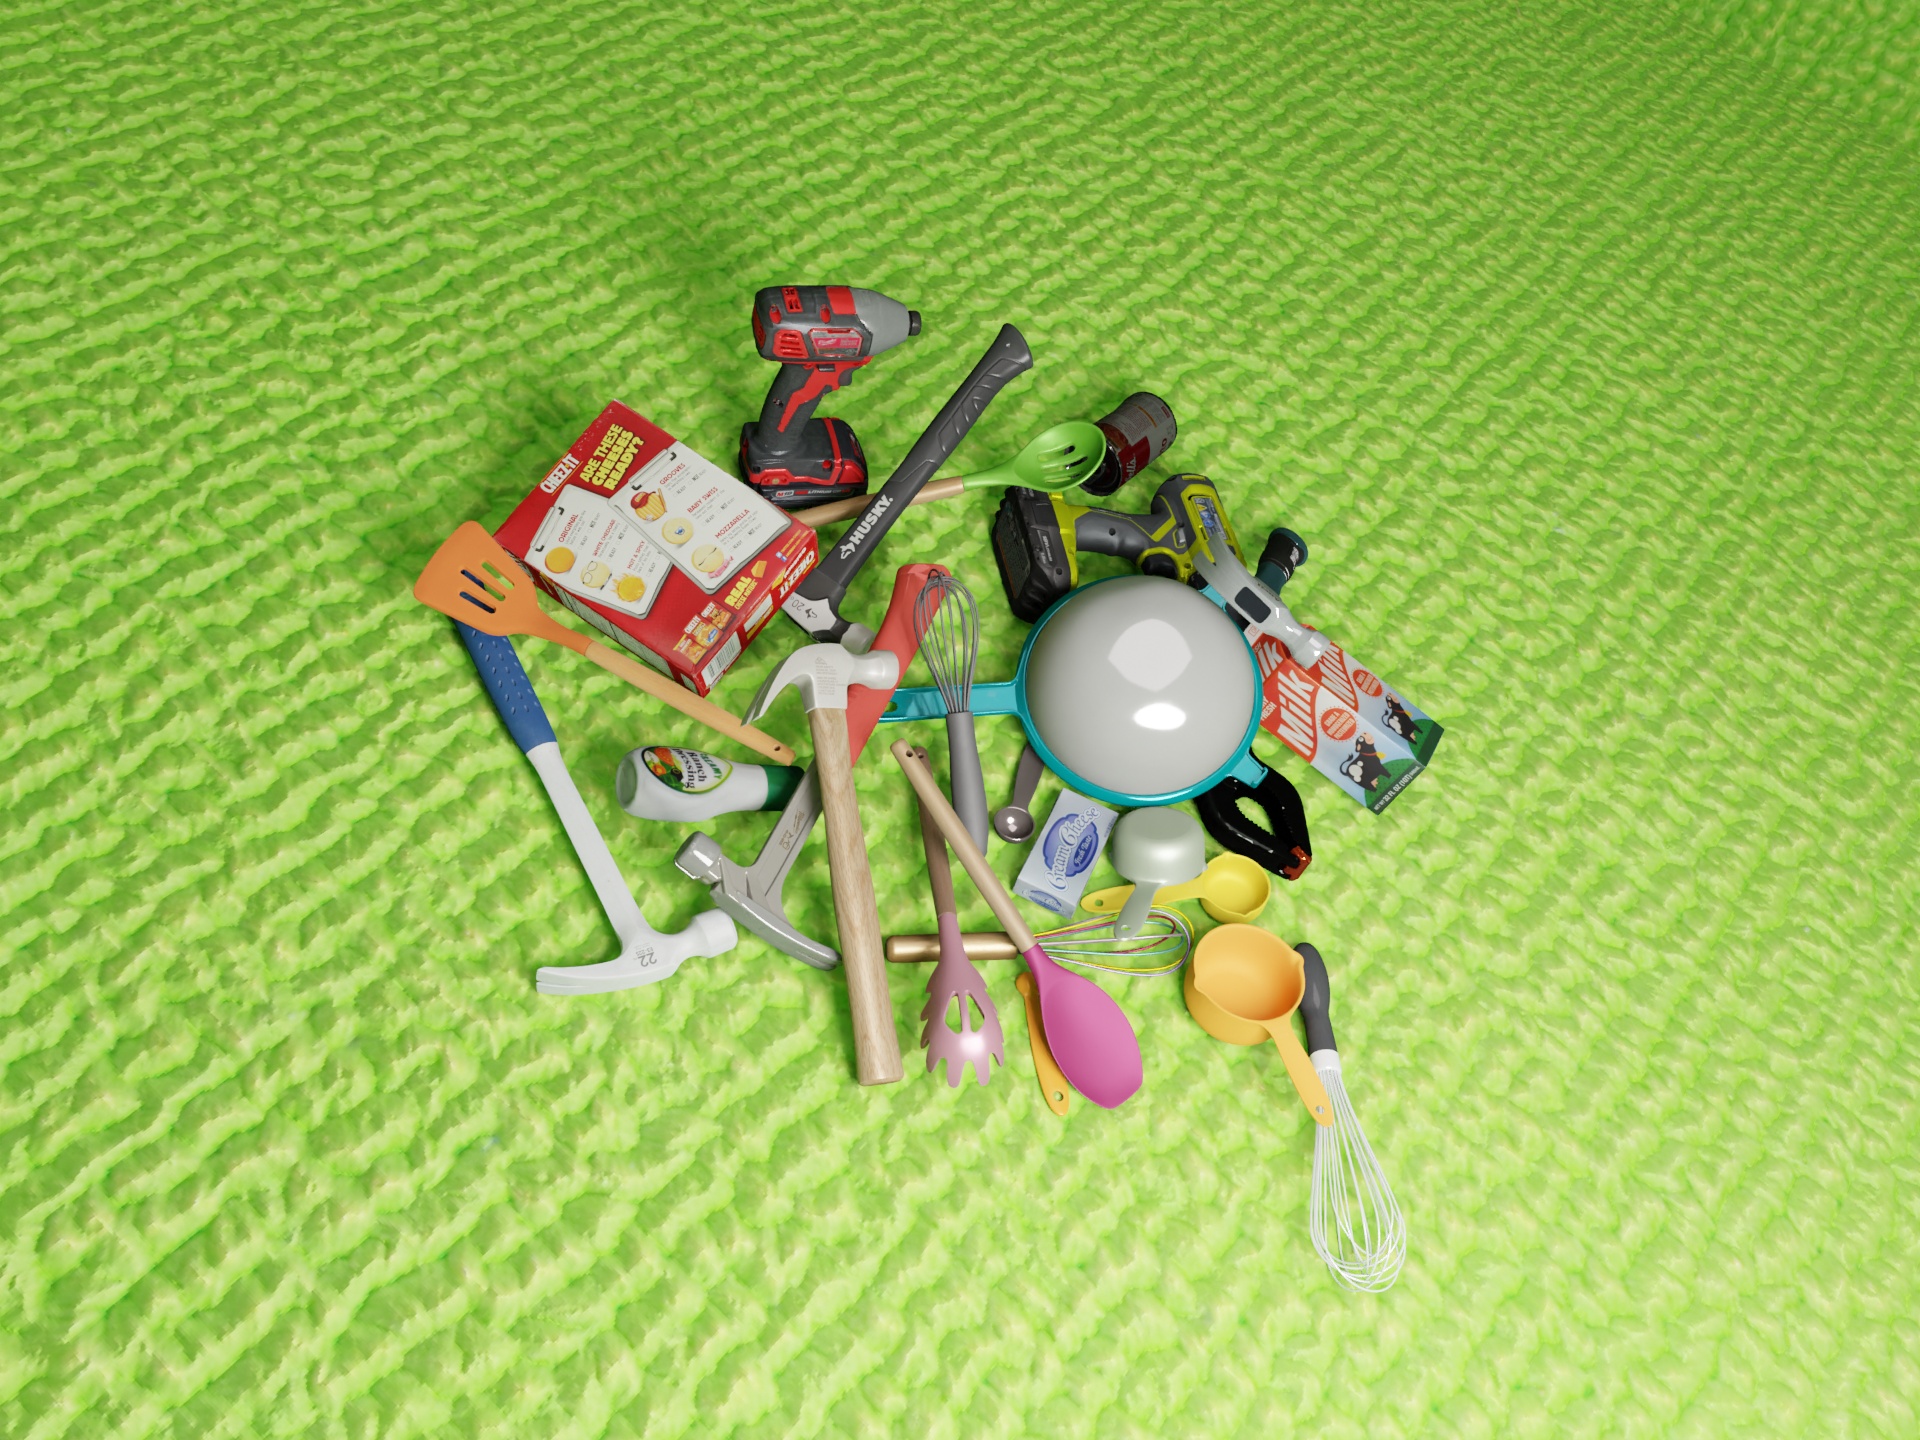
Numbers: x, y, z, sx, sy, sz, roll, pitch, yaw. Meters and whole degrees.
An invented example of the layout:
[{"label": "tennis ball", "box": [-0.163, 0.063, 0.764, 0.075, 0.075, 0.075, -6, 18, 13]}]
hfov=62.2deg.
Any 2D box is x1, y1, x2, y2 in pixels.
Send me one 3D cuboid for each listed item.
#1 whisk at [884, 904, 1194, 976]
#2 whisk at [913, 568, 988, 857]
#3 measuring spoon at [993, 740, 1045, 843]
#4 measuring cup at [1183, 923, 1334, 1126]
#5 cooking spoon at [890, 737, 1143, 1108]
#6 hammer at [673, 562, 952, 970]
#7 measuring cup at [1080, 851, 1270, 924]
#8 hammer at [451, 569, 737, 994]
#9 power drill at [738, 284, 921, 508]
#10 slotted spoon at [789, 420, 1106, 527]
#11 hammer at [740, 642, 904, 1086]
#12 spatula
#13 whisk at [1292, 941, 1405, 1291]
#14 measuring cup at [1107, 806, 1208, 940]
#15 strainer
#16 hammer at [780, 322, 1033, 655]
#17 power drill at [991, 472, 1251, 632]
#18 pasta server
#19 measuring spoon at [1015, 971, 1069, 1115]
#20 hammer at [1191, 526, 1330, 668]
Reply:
[{"label": "whisk", "box": [0.063, 0.169, 1.229, 0.245, 0.047, 0.051, 0, 36, -11]}, {"label": "whisk", "box": [-0.003, -0.004, 1.278, 0.055, 0.055, 0.239, -7, 89, -20]}, {"label": "measuring spoon", "box": [0.053, 0.058, 1.328, 0.034, 0.018, 0.124, 18, 45, 2]}, {"label": "measuring cup", "box": [0.232, 0.240, 1.210, 0.095, 0.052, 0.174, -11, 55, -20]}, {"label": "cooking spoon", "box": [0.038, 0.149, 1.196, 0.069, 0.017, 0.319, -31, 87, -27]}, {"label": "hammer", "box": [-0.082, 0.015, 1.254, 0.149, 0.036, 0.359, 39, 55, -16]}, {"label": "measuring cup", "box": [0.174, 0.146, 1.293, 0.156, 0.029, 0.062, -6, 53, -6]}, {"label": "hammer", "box": [-0.324, 0.032, 1.225, 0.144, 0.035, 0.406, -19, 62, -27]}, {"label": "power drill", "box": [-0.119, -0.288, 1.400, 0.143, 0.219, 0.079, -6, 56, -19]}, {"label": "slotted spoon", "box": [-0.023, -0.208, 1.423, 0.314, 0.031, 0.070, -12, 62, 4]}, {"label": "hammer", "box": [-0.085, 0.102, 1.177, 0.130, 0.031, 0.331, 1, 72, -34]}, {"label": "spatula", "box": [-0.272, -0.048, 1.251, 0.322, 0.041, 0.081, 28, 66, 5]}, {"label": "whisk", "box": [0.279, 0.288, 1.194, 0.070, 0.070, 0.285, 7, 48, -10]}, {"label": "measuring cup", "box": [0.146, 0.117, 1.250, 0.083, 0.038, 0.168, 7, 26, 17]}, {"label": "strainer", "box": [0.089, -0.036, 1.311, 0.340, 0.095, 0.211, -4, 70, -4]}, {"label": "hammer", "box": [-0.048, -0.217, 1.397, 0.146, 0.035, 0.335, 34, 80, 16]}, {"label": "power drill", "box": [0.158, -0.144, 1.465, 0.228, 0.080, 0.191, -1, 55, -19]}, {"label": "pasta server", "box": [-0.014, 0.136, 1.213, 0.060, 0.040, 0.317, -3, 42, -8]}, {"label": "measuring spoon", "box": [0.063, 0.240, 1.194, 0.021, 0.011, 0.117, -3, 55, -17]}, {"label": "hammer", "box": [0.278, -0.130, 1.411, 0.128, 0.033, 0.331, 40, 21, 3]}]
